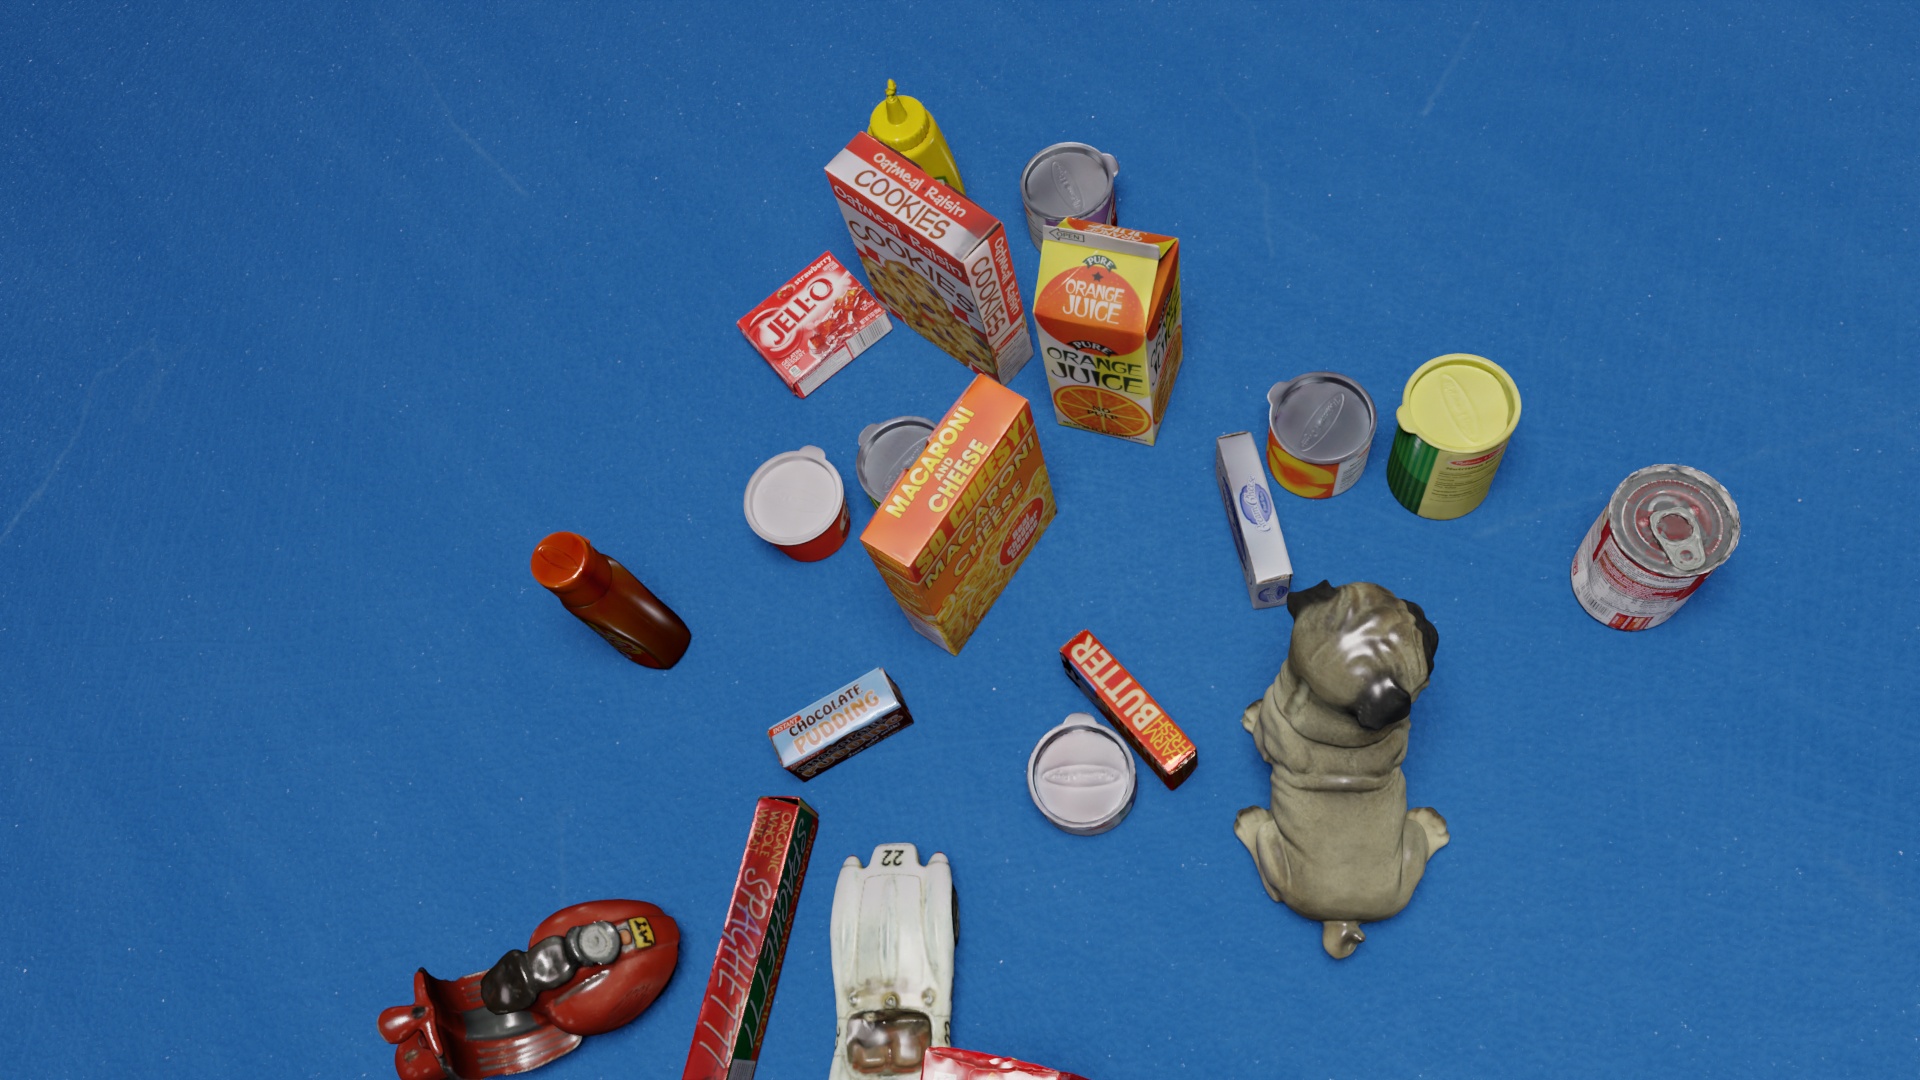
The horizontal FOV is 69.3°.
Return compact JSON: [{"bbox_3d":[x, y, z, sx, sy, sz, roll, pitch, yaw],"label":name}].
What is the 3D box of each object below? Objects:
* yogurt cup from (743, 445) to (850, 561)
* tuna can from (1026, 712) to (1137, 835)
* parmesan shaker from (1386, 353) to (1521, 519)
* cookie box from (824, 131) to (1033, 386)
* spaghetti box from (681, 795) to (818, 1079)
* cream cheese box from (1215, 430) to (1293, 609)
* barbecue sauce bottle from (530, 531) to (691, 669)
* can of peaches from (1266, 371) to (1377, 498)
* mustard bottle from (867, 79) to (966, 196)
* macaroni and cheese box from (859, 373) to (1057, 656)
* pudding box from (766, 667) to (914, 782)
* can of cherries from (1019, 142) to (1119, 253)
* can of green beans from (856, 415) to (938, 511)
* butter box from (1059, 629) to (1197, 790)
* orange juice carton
[{"bbox_3d":[-0.107,-0.020,0.944,0.072,0.053,0.072,-4,67,9],"label":"yogurt cup"},{"bbox_3d":[0.075,0.144,0.853,0.071,0.032,0.071,-4,67,9],"label":"tuna can"},{"bbox_3d":[0.300,-0.061,0.862,0.071,0.102,0.071,-4,67,9],"label":"parmesan shaker"},{"bbox_3d":[-0.017,-0.185,0.936,0.123,0.167,0.040,38,79,22],"label":"cookie box"},{"bbox_3d":[-0.132,0.277,0.824,0.029,0.050,0.251,8,69,13],"label":"spaghetti box"},{"bbox_3d":[0.187,-0.012,0.889,0.024,0.053,0.104,-13,66,5],"label":"cream cheese box"},{"bbox_3d":[-0.225,0.038,0.888,0.065,0.148,0.044,25,74,19],"label":"barbecue sauce bottle"},{"bbox_3d":[0.231,-0.069,0.902,0.071,0.058,0.071,-4,67,9],"label":"can of peaches"},{"bbox_3d":[-0.036,-0.265,0.977,0.065,0.159,0.049,-20,66,2],"label":"mustard bottle"},{"bbox_3d":[0.003,-0.011,0.859,0.040,0.166,0.124,30,76,20],"label":"macaroni and cheese box"},{"bbox_3d":[-0.075,0.117,0.882,0.084,0.049,0.030,-28,66,-3],"label":"pudding box"},{"bbox_3d":[0.082,-0.243,1.003,0.071,0.058,0.072,-4,67,9],"label":"can of cherries"},{"bbox_3d":[-0.032,-0.042,0.938,0.071,0.057,0.071,-4,67,9],"label":"can of green beans"},{"bbox_3d":[0.104,0.104,0.854,0.024,0.053,0.104,-39,66,-7],"label":"butter box"},{"bbox_3d":[0.096,-0.139,0.882,0.072,0.192,0.073,15,71,16],"label":"orange juice carton"}]
